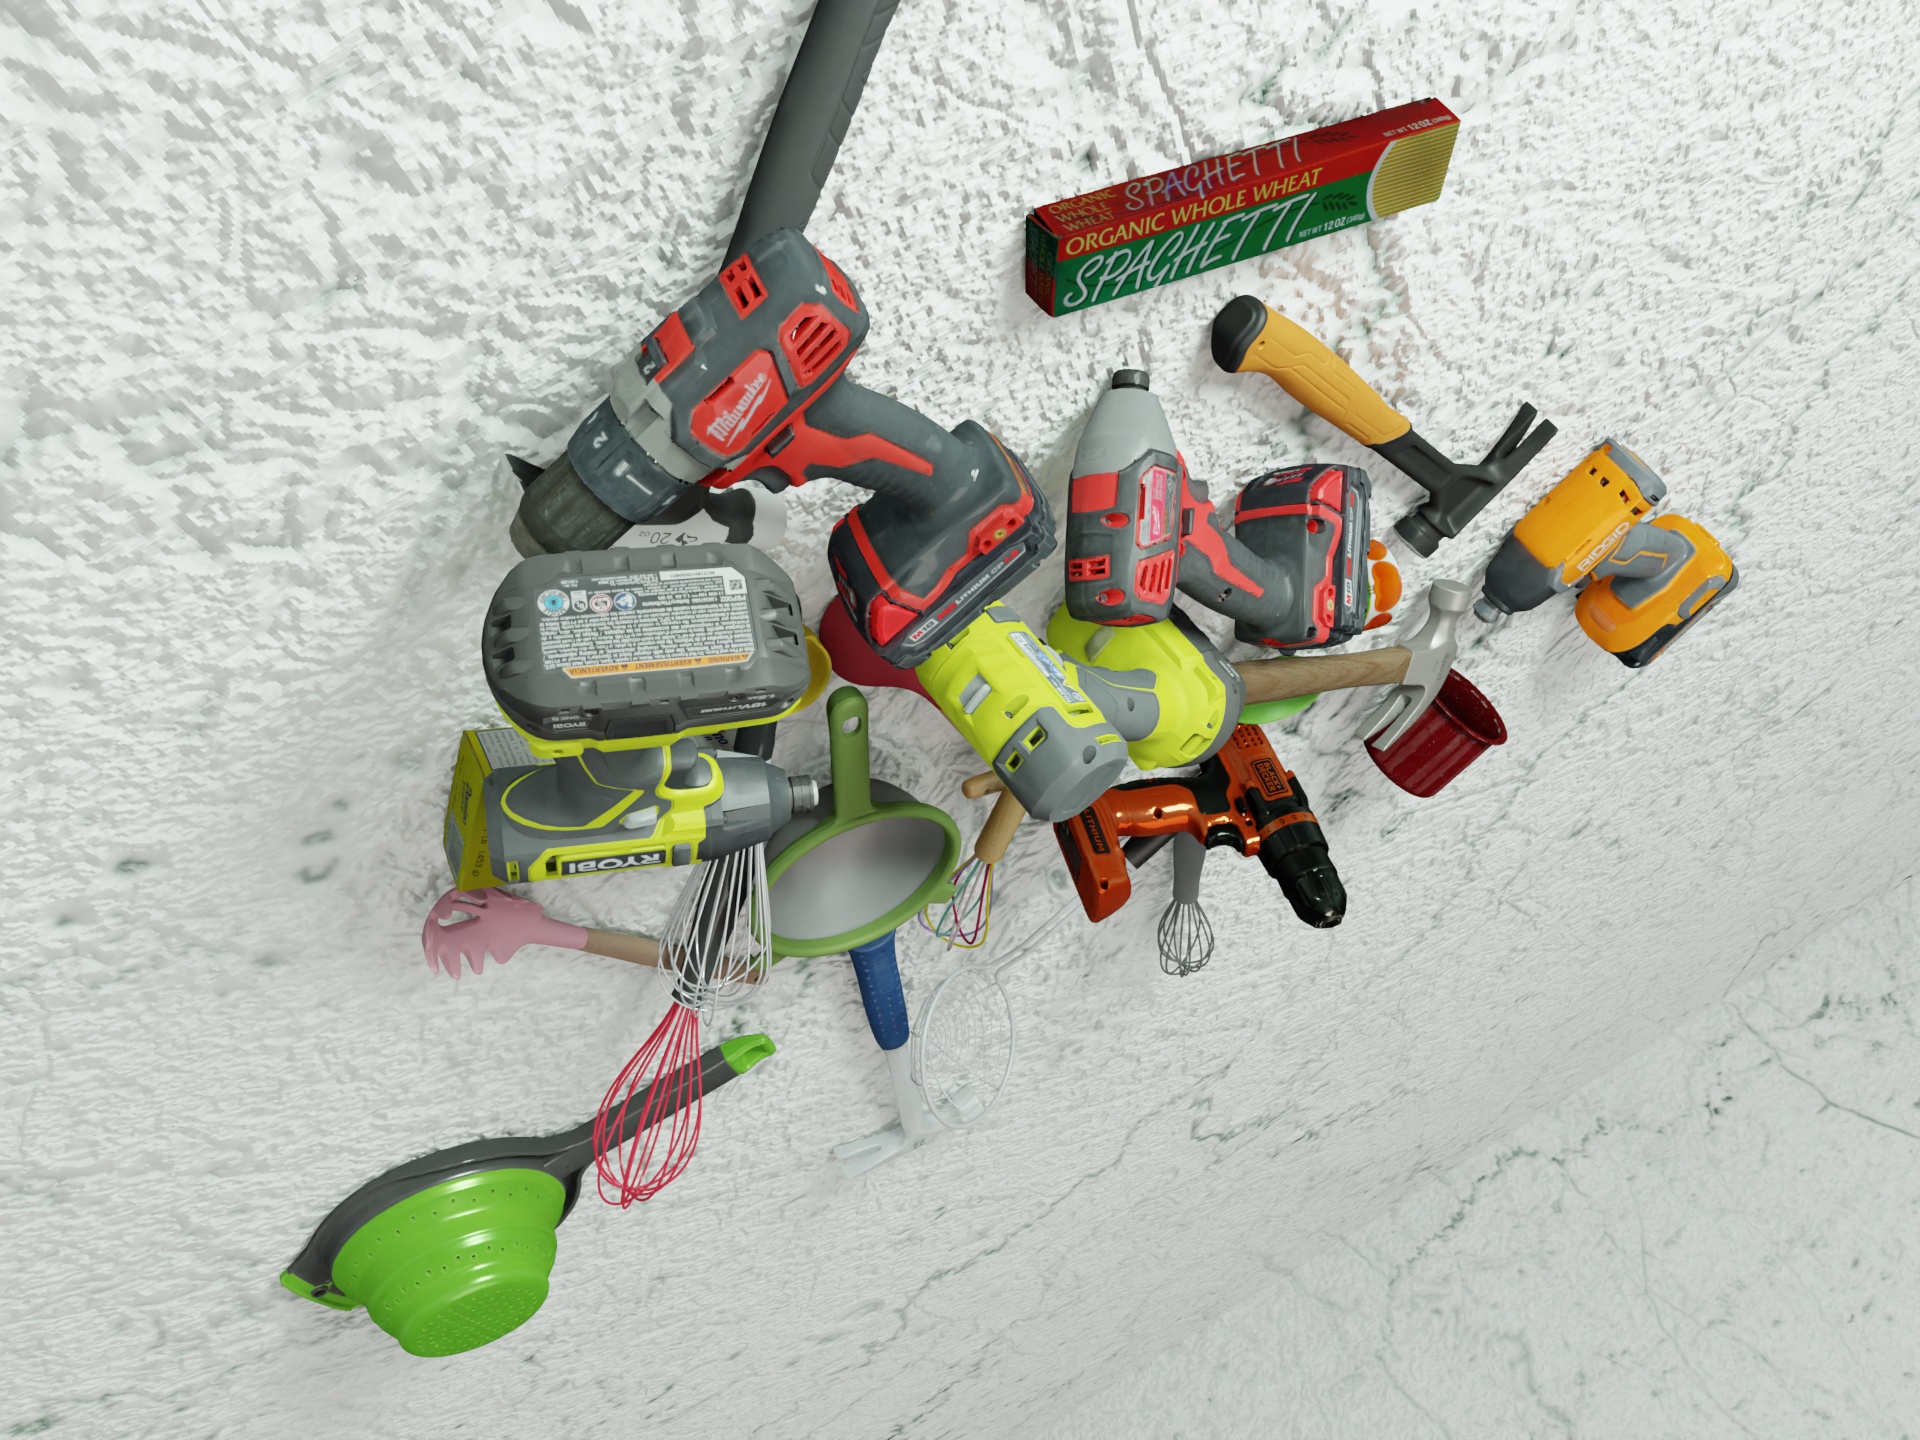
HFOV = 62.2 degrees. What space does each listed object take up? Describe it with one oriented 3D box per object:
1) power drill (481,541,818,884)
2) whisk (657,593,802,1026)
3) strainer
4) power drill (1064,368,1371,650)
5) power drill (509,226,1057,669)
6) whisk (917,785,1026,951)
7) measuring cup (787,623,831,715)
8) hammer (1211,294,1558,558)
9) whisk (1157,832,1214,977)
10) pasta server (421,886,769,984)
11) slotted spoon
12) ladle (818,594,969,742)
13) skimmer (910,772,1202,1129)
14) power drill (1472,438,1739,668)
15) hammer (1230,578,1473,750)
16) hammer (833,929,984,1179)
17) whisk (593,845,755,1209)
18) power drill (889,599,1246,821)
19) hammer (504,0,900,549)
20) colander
[{"bbox_3d":[-0.145,0.008,0.766,0.171,0.080,0.223,-6,154,-15],"label":"power drill"},{"bbox_3d":[-0.126,0.053,0.910,0.070,0.070,0.284,-5,120,-35],"label":"whisk"},{"bbox_3d":[-0.078,0.052,1.010,0.151,0.069,0.256,-19,143,-17],"label":"strainer"},{"bbox_3d":[0.149,-0.117,0.939,0.219,0.143,0.078,7,174,-42],"label":"power drill"},{"bbox_3d":[-0.079,-0.105,0.747,0.188,0.080,0.226,-39,143,16],"label":"power drill"},{"bbox_3d":[0.019,0.106,1.148,0.051,0.047,0.244,-22,155,-27],"label":"whisk"},{"bbox_3d":[-0.142,-0.046,0.884,0.156,0.029,0.062,21,115,-37],"label":"measuring cup"},{"bbox_3d":[0.264,-0.196,1.007,0.336,0.034,0.127,16,124,-48],"label":"hammer"},{"bbox_3d":[0.199,0.149,1.379,0.055,0.055,0.238,-23,140,-15],"label":"whisk"},{"bbox_3d":[-0.226,0.152,1.044,0.060,0.040,0.316,-55,144,6],"label":"pasta server"},{"bbox_3d":[0.136,0.006,1.146,0.313,0.031,0.070,-17,141,-27],"label":"slotted spoon"},{"bbox_3d":[-0.002,-0.003,1.043,0.069,0.031,0.315,-37,148,5],"label":"ladle"},{"bbox_3d":[0.101,0.170,1.258,0.363,0.090,0.127,-42,134,3],"label":"skimmer"},{"bbox_3d":[0.509,-0.118,1.267,0.226,0.084,0.164,19,122,-45],"label":"power drill"},{"bbox_3d":[0.241,-0.029,1.152,0.331,0.031,0.130,-7,120,-33],"label":"hammer"},{"bbox_3d":[-0.059,0.277,1.337,0.144,0.035,0.405,-24,145,-13],"label":"hammer"},{"bbox_3d":[-0.189,0.204,1.073,0.073,0.073,0.295,5,112,-42],"label":"whisk"},{"bbox_3d":[0.056,-0.037,0.932,0.080,0.191,0.228,-50,157,26],"label":"power drill"},{"bbox_3d":[-0.092,-0.210,0.701,0.146,0.035,0.334,-2,135,-38],"label":"hammer"},{"bbox_3d":[-0.304,0.370,1.202,0.397,0.095,0.204,-29,146,-5],"label":"colander"}]
